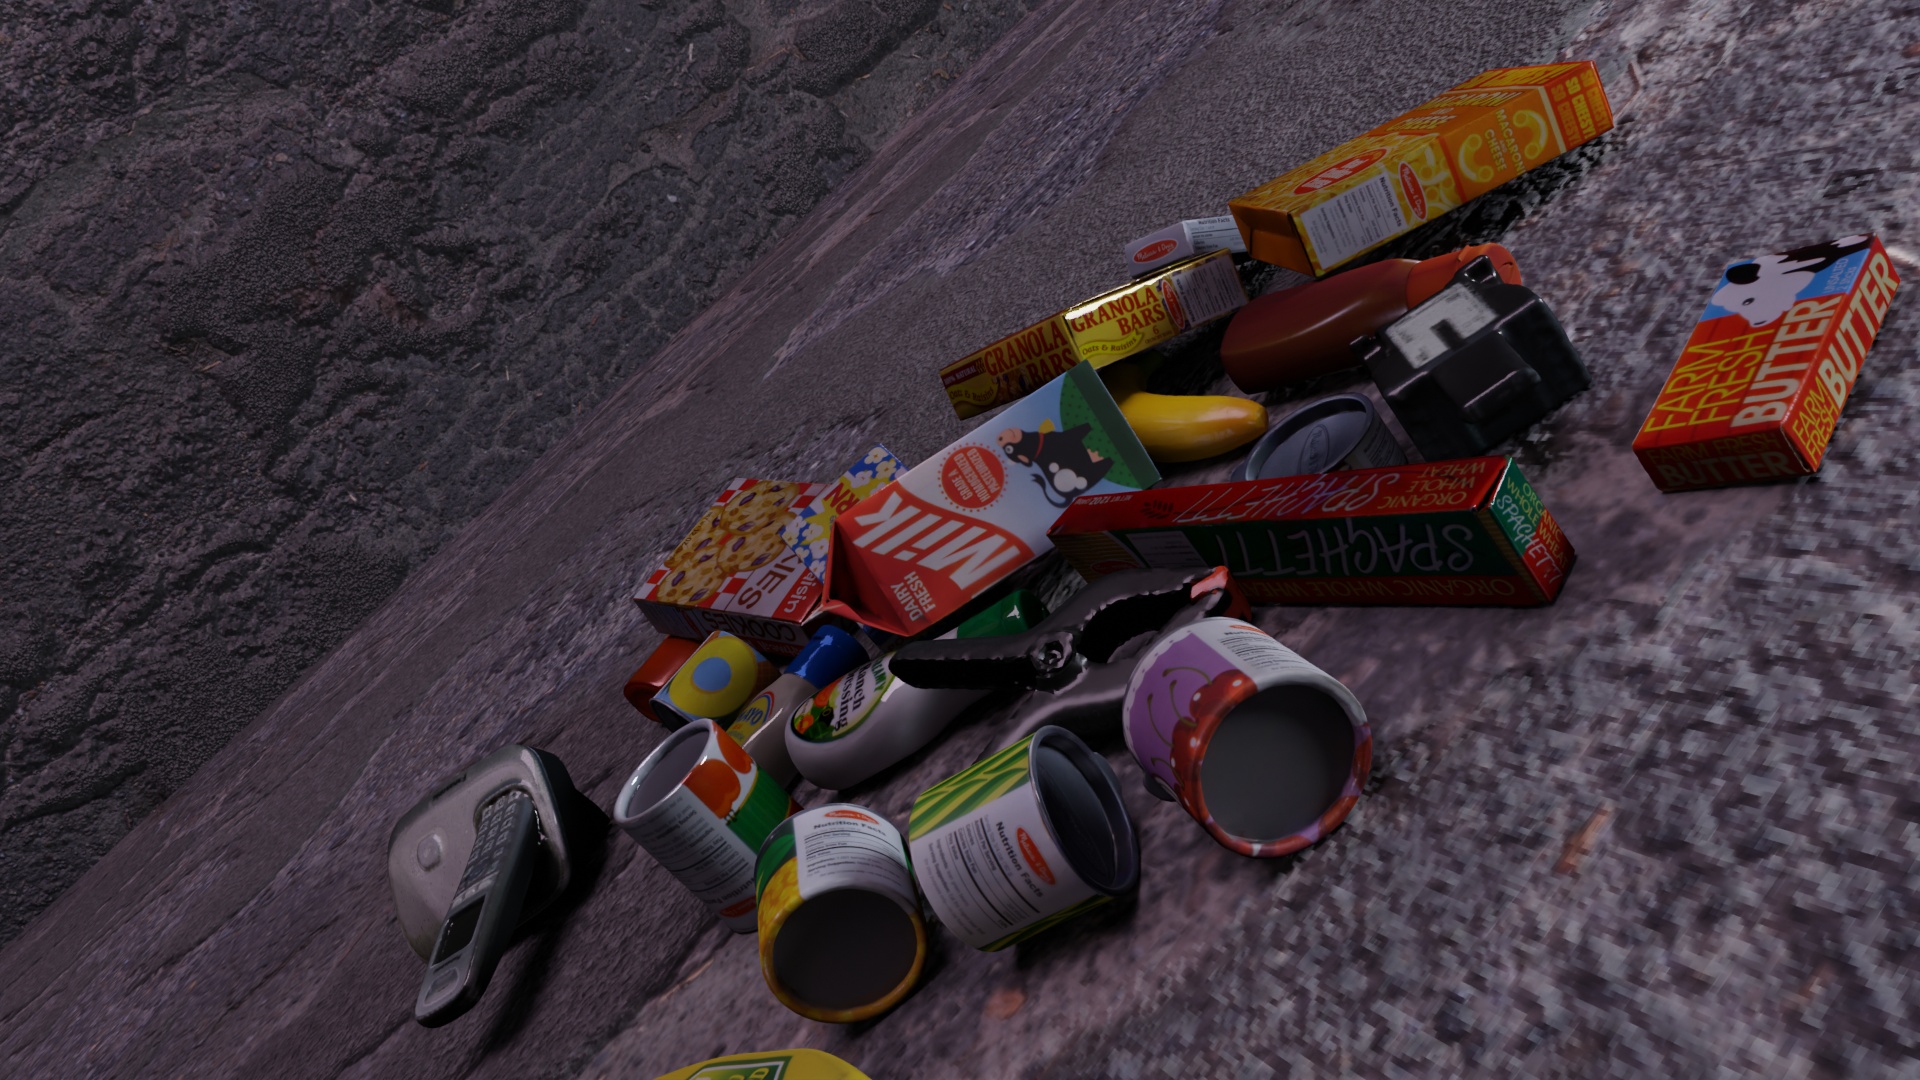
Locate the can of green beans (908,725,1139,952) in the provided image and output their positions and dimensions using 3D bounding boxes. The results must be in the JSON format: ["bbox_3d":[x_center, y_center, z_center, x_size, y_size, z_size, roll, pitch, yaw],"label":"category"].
[{"bbox_3d":[0.023,0.110,0.509,0.057,0.071,0.071,-32,22,24],"label":"can of green beans"}]

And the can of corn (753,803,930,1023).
[{"bbox_3d":[-0.049,0.151,0.556,0.071,0.071,0.058,-39,21,4],"label":"can of corn"}]

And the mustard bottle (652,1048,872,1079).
[{"bbox_3d":[-0.089,0.220,0.503,0.160,0.048,0.066,-20,27,43],"label":"mustard bottle"}]

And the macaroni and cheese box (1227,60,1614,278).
[{"bbox_3d":[0.241,-0.200,0.748,0.166,0.040,0.124,-26,16,3],"label":"macaroni and cheese box"}]

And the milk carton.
[{"bbox_3d":[0.003,-0.009,0.719,0.190,0.073,0.072,-32,-3,2],"label":"milk carton"}]

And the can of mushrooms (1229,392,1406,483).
[{"bbox_3d":[0.157,-0.030,0.610,0.071,0.033,0.071,-35,22,16],"label":"can of mushrooms"}]

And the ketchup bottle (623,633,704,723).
[{"bbox_3d":[-0.174,0.062,0.986,0.064,0.043,0.149,-13,34,49],"label":"ketchup bottle"}]

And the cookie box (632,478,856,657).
[{"bbox_3d":[-0.122,0.015,0.931,0.167,0.040,0.123,5,47,39],"label":"cookie box"}]

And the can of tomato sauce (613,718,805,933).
[{"bbox_3d":[-0.115,0.136,0.674,0.071,0.083,0.071,-35,21,16],"label":"can of tomato sauce"}]

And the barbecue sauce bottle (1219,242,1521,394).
[{"bbox_3d":[0.200,-0.111,0.685,0.065,0.043,0.148,-47,22,-29],"label":"barbecue sauce bottle"}]

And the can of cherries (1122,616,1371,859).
[{"bbox_3d":[0.096,0.068,0.473,0.071,0.071,0.058,-42,21,-3],"label":"can of cherries"}]

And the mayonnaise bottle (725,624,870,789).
[{"bbox_3d":[-0.107,0.112,0.769,0.149,0.041,0.064,-52,21,-27],"label":"mayonnaise bottle"}]

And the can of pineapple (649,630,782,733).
[{"bbox_3d":[-0.140,0.097,0.827,0.058,0.071,0.071,-50,22,-24],"label":"can of pineapple"}]

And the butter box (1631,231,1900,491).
[{"bbox_3d":[0.276,-0.061,0.475,0.104,0.024,0.053,-51,22,-26],"label":"butter box"}]

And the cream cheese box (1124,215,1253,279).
[{"bbox_3d":[0.159,-0.185,0.869,0.104,0.024,0.053,-15,3,-37],"label":"cream cheese box"}]

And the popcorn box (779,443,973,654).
[{"bbox_3d":[-0.042,0.006,0.817,0.085,0.038,0.127,-42,42,-6],"label":"popcorn box"}]

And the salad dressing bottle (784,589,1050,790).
[{"bbox_3d":[-0.019,0.074,0.690,0.147,0.044,0.064,-32,25,22],"label":"salad dressing bottle"}]

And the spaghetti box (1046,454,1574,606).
[{"bbox_3d":[0.128,0.001,0.572,0.029,0.050,0.249,-51,23,-23],"label":"spaghetti box"}]

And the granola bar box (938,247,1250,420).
[{"bbox_3d":[0.076,-0.123,0.844,0.124,0.039,0.165,-25,5,-25],"label":"granola bar box"}]
